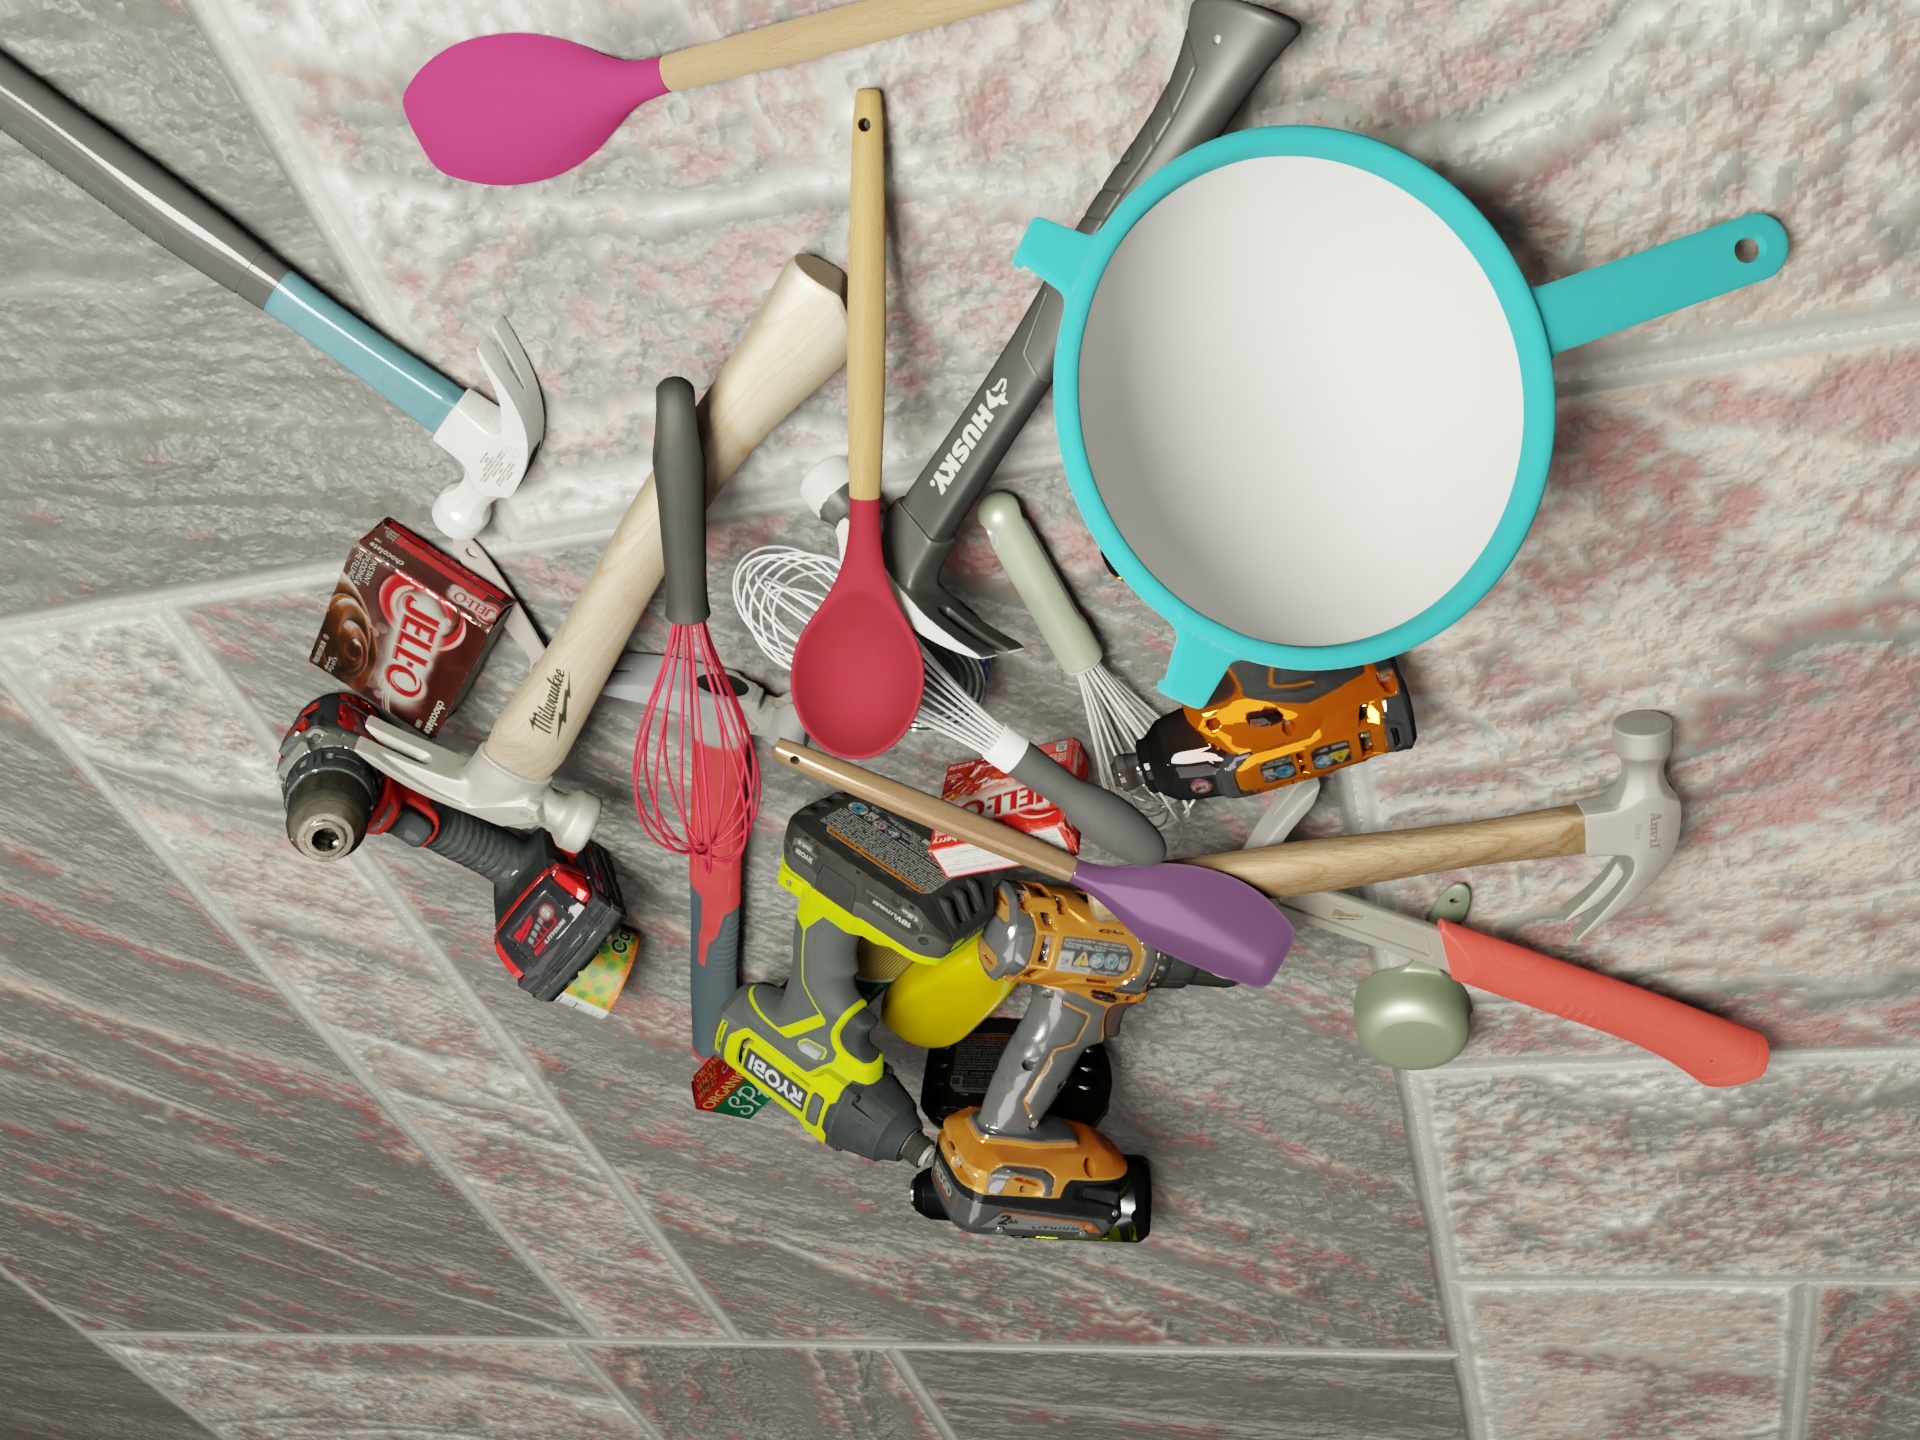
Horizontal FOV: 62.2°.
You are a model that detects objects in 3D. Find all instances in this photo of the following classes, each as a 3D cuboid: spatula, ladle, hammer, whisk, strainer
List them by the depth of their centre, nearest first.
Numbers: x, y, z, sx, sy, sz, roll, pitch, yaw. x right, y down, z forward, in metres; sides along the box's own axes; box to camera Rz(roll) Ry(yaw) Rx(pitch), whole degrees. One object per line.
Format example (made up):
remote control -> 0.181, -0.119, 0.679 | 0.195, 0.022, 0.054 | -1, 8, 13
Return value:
strainer -> 0.185, -0.147, 0.671 | 0.340, 0.095, 0.211 | -21, 95, -14
hammer -> 0.044, -0.174, 0.727 | 0.146, 0.035, 0.334 | 51, 128, 20
ladle -> -0.047, -0.132, 0.757 | 0.069, 0.031, 0.315 | 6, 112, 8
hammer -> -0.358, -0.225, 0.803 | 0.330, 0.033, 0.128 | 36, 131, -21
whisk -> -0.142, -0.040, 0.834 | 0.073, 0.073, 0.295 | 7, 124, 6
hammer -> -0.186, -0.084, 0.857 | 0.146, 0.038, 0.410 | 26, 125, -21
whisk -> -0.001, -0.004, 0.861 | 0.284, 0.070, 0.070 | 35, 131, -12
whisk -> 0.073, -0.029, 0.893 | 0.059, 0.058, 0.246 | -35, 121, -4
spatula -> 0.042, 0.073, 0.905 | 0.316, 0.018, 0.059 | 22, 108, -2
hammer -> 0.238, 0.081, 0.914 | 0.331, 0.031, 0.130 | -9, 117, 9
hammer -> 0.338, 0.145, 0.980 | 0.359, 0.037, 0.149 | 19, 118, -7
hammer -> -0.181, 0.110, 1.081 | 0.143, 0.038, 0.386 | 12, 134, 2

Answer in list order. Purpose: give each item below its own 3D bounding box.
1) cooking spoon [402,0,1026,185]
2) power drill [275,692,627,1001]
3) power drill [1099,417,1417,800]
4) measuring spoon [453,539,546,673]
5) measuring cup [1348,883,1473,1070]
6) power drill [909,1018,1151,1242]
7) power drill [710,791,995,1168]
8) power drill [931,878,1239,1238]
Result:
cooking spoon -> -0.106, -0.289, 0.696 | 0.319, 0.017, 0.068 | -6, 132, 18
power drill -> -0.322, 0.081, 0.991 | 0.226, 0.188, 0.080 | 40, 93, -26
power drill -> 0.135, -0.048, 0.816 | 0.164, 0.084, 0.226 | -17, 131, 10
measuring spoon -> -0.263, -0.064, 0.952 | 0.034, 0.018, 0.124 | -10, 123, 29
measuring cup -> 0.303, 0.170, 1.030 | 0.083, 0.038, 0.167 | 8, 135, 5
power drill -> 0.041, 0.323, 1.209 | 0.190, 0.080, 0.228 | -1, 136, 12
power drill -> -0.065, 0.172, 1.020 | 0.171, 0.080, 0.223 | 31, 122, 22
power drill -> 0.086, 0.218, 1.035 | 0.185, 0.084, 0.226 | 9, 103, -20
